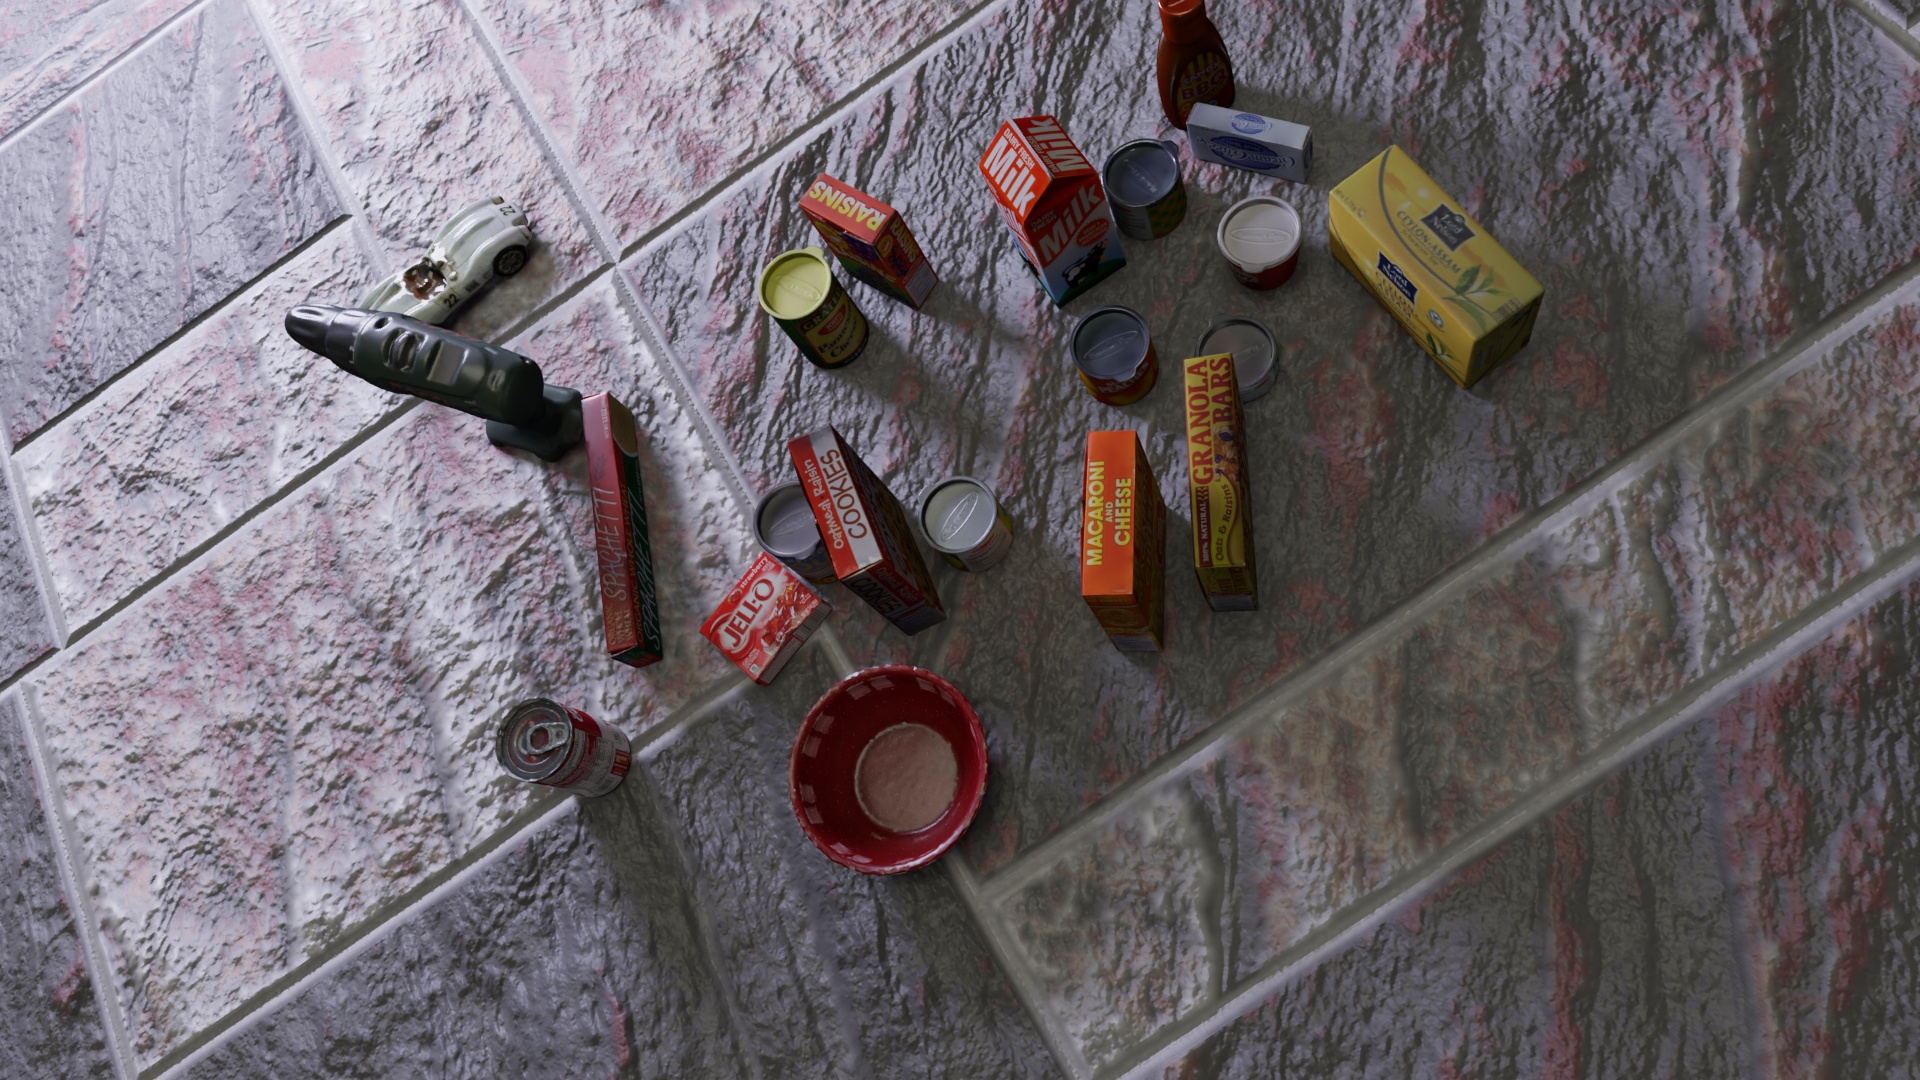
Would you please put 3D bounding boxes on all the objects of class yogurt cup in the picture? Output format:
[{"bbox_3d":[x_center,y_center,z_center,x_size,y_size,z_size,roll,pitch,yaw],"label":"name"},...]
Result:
[{"bbox_3d":[0.249,-0.242,1.146,0.072,0.054,0.072,-5,71,14],"label":"yogurt cup"}]

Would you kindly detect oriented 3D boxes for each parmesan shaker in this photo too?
[{"bbox_3d":[-0.124,-0.202,1.212,0.071,0.103,0.071,-5,71,14],"label":"parmesan shaker"}]

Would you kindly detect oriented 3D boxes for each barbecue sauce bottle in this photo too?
[{"bbox_3d":[0.193,-0.409,1.168,0.065,0.148,0.044,-29,67,5],"label":"barbecue sauce bottle"}]

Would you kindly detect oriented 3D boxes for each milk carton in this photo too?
[{"bbox_3d":[0.074,-0.274,1.133,0.073,0.190,0.072,-34,66,3],"label":"milk carton"}]

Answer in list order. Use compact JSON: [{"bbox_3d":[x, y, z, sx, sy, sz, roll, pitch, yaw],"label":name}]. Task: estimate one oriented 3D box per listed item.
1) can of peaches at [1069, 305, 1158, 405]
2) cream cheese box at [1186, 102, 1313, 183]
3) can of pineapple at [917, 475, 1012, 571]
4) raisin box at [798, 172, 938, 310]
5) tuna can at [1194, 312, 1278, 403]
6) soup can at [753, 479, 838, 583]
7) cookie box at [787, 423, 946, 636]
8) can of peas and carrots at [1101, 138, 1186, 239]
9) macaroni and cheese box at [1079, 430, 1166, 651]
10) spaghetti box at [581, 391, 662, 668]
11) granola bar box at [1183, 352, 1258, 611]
[{"bbox_3d":[0.128,-0.150,1.146,0.071,0.058,0.071,-5,71,14],"label":"can of peaches"},{"bbox_3d":[0.247,-0.338,1.180,0.104,0.053,0.024,20,79,21],"label":"cream cheese box"},{"bbox_3d":[0.004,-0.014,1.135,0.071,0.057,0.071,-5,71,14],"label":"can of pineapple"},{"bbox_3d":[-0.079,-0.258,1.207,0.086,0.123,0.040,33,83,23],"label":"raisin box"},{"bbox_3d":[0.224,-0.149,1.133,0.071,0.032,0.071,-5,70,14],"label":"tuna can"},{"bbox_3d":[-0.125,-0.003,1.154,0.071,0.083,0.071,-5,71,14],"label":"soup can"},{"bbox_3d":[-0.072,-0.004,1.094,0.040,0.167,0.123,-26,67,6],"label":"cookie box"},{"bbox_3d":[0.160,-0.302,1.190,0.071,0.058,0.071,-5,71,14],"label":"can of peas and carrots"},{"bbox_3d":[0.123,0.005,1.035,0.040,0.166,0.124,-2,72,16],"label":"macaroni and cheese box"},{"bbox_3d":[-0.299,-0.011,1.225,0.028,0.050,0.251,-16,68,10],"label":"spaghetti box"},{"bbox_3d":[0.197,-0.041,1.053,0.039,0.124,0.166,-5,70,15],"label":"granola bar box"}]
